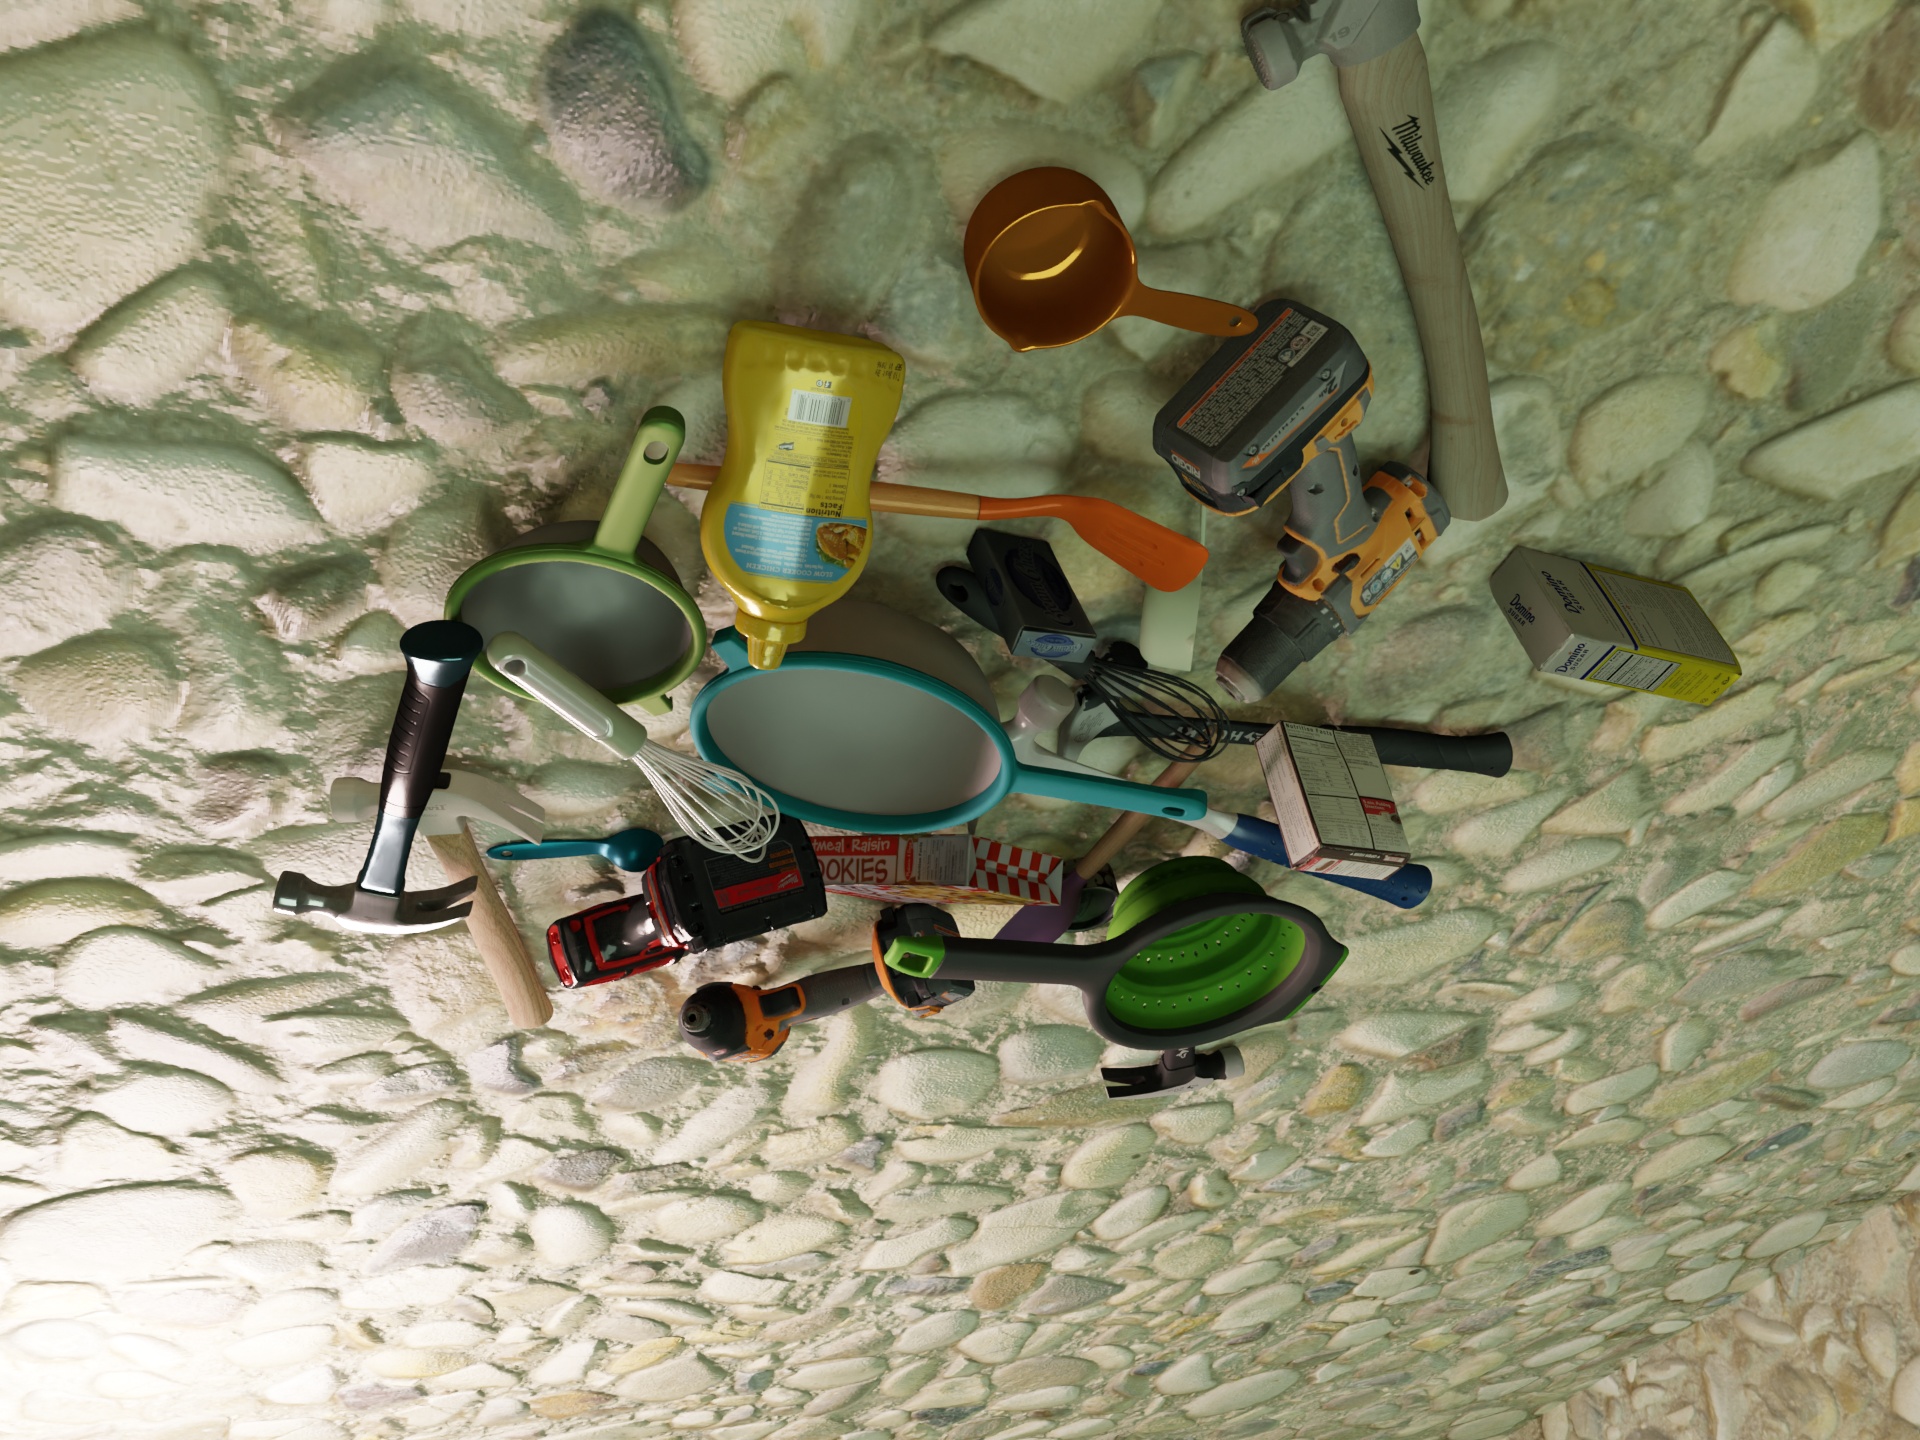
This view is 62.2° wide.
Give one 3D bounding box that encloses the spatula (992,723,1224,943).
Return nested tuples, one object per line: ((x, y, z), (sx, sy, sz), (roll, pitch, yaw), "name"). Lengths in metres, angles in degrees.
((0.113, 0.106, 1.257), (0.059, 0.018, 0.315), (12, 135, -29), "spatula")

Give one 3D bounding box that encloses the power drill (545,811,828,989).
((-0.197, 0.138, 1.160), (0.143, 0.078, 0.219), (-12, 169, -40), "power drill")

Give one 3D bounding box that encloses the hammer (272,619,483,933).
((-0.355, 0.046, 1.012), (0.128, 0.033, 0.331), (14, 139, -19), "hammer")

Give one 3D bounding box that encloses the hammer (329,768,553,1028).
((-0.354, 0.142, 1.190), (0.130, 0.031, 0.331), (-3, 142, -1), "hammer")

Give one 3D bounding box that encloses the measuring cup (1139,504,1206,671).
((0.140, -0.110, 1.038), (0.038, 0.083, 0.167), (5, 123, 9), "measuring cup")

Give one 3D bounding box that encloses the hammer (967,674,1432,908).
((0.188, 0.079, 1.197), (0.405, 0.035, 0.144), (19, 130, -25), "hammer")

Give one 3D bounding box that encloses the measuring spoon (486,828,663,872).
((-0.284, 0.102, 1.177), (0.128, 0.021, 0.042), (-1, 139, -15), "measuring spoon")

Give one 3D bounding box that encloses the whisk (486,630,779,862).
((-0.198, 0.019, 0.985), (0.058, 0.059, 0.246), (-31, 133, 18), "whisk")

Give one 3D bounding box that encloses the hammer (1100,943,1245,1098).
((0.210, 0.269, 1.519), (0.146, 0.035, 0.334), (-11, 140, -5), "hammer")

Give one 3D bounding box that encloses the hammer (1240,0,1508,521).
((0.282, -0.260, 0.916), (0.146, 0.038, 0.410), (-25, 140, 10), "hammer")

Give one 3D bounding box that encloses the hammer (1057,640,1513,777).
((0.263, 0.018, 1.239), (0.408, 0.036, 0.149), (5, 138, -23), "hammer")

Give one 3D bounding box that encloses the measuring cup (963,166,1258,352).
((0.083, -0.244, 0.862), (0.173, 0.052, 0.095), (6, 136, -26), "measuring cup")

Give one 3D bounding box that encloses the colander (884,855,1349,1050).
((0.117, 0.167, 1.269), (0.396, 0.095, 0.204), (8, 134, -26), "colander")

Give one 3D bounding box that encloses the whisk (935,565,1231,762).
((0.084, -0.039, 1.069), (0.238, 0.055, 0.055), (30, 125, -18), "whisk")

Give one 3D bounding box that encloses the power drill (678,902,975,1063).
((-0.115, 0.220, 1.293), (0.226, 0.084, 0.164), (-20, 164, 8), "power drill")

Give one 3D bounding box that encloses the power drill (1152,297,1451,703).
((0.200, -0.123, 0.982), (0.185, 0.084, 0.226), (-46, 138, 0), "power drill")

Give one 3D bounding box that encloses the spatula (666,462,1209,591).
((-0.014, -0.122, 0.951), (0.322, 0.041, 0.081), (5, 165, -9), "spatula")

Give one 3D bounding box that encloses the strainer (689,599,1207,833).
((-0.002, -0.003, 1.046), (0.340, 0.095, 0.210), (10, 148, -5), "strainer")

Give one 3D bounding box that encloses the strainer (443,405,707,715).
((-0.203, -0.104, 0.909), (0.151, 0.069, 0.256), (13, 141, -22), "strainer")
